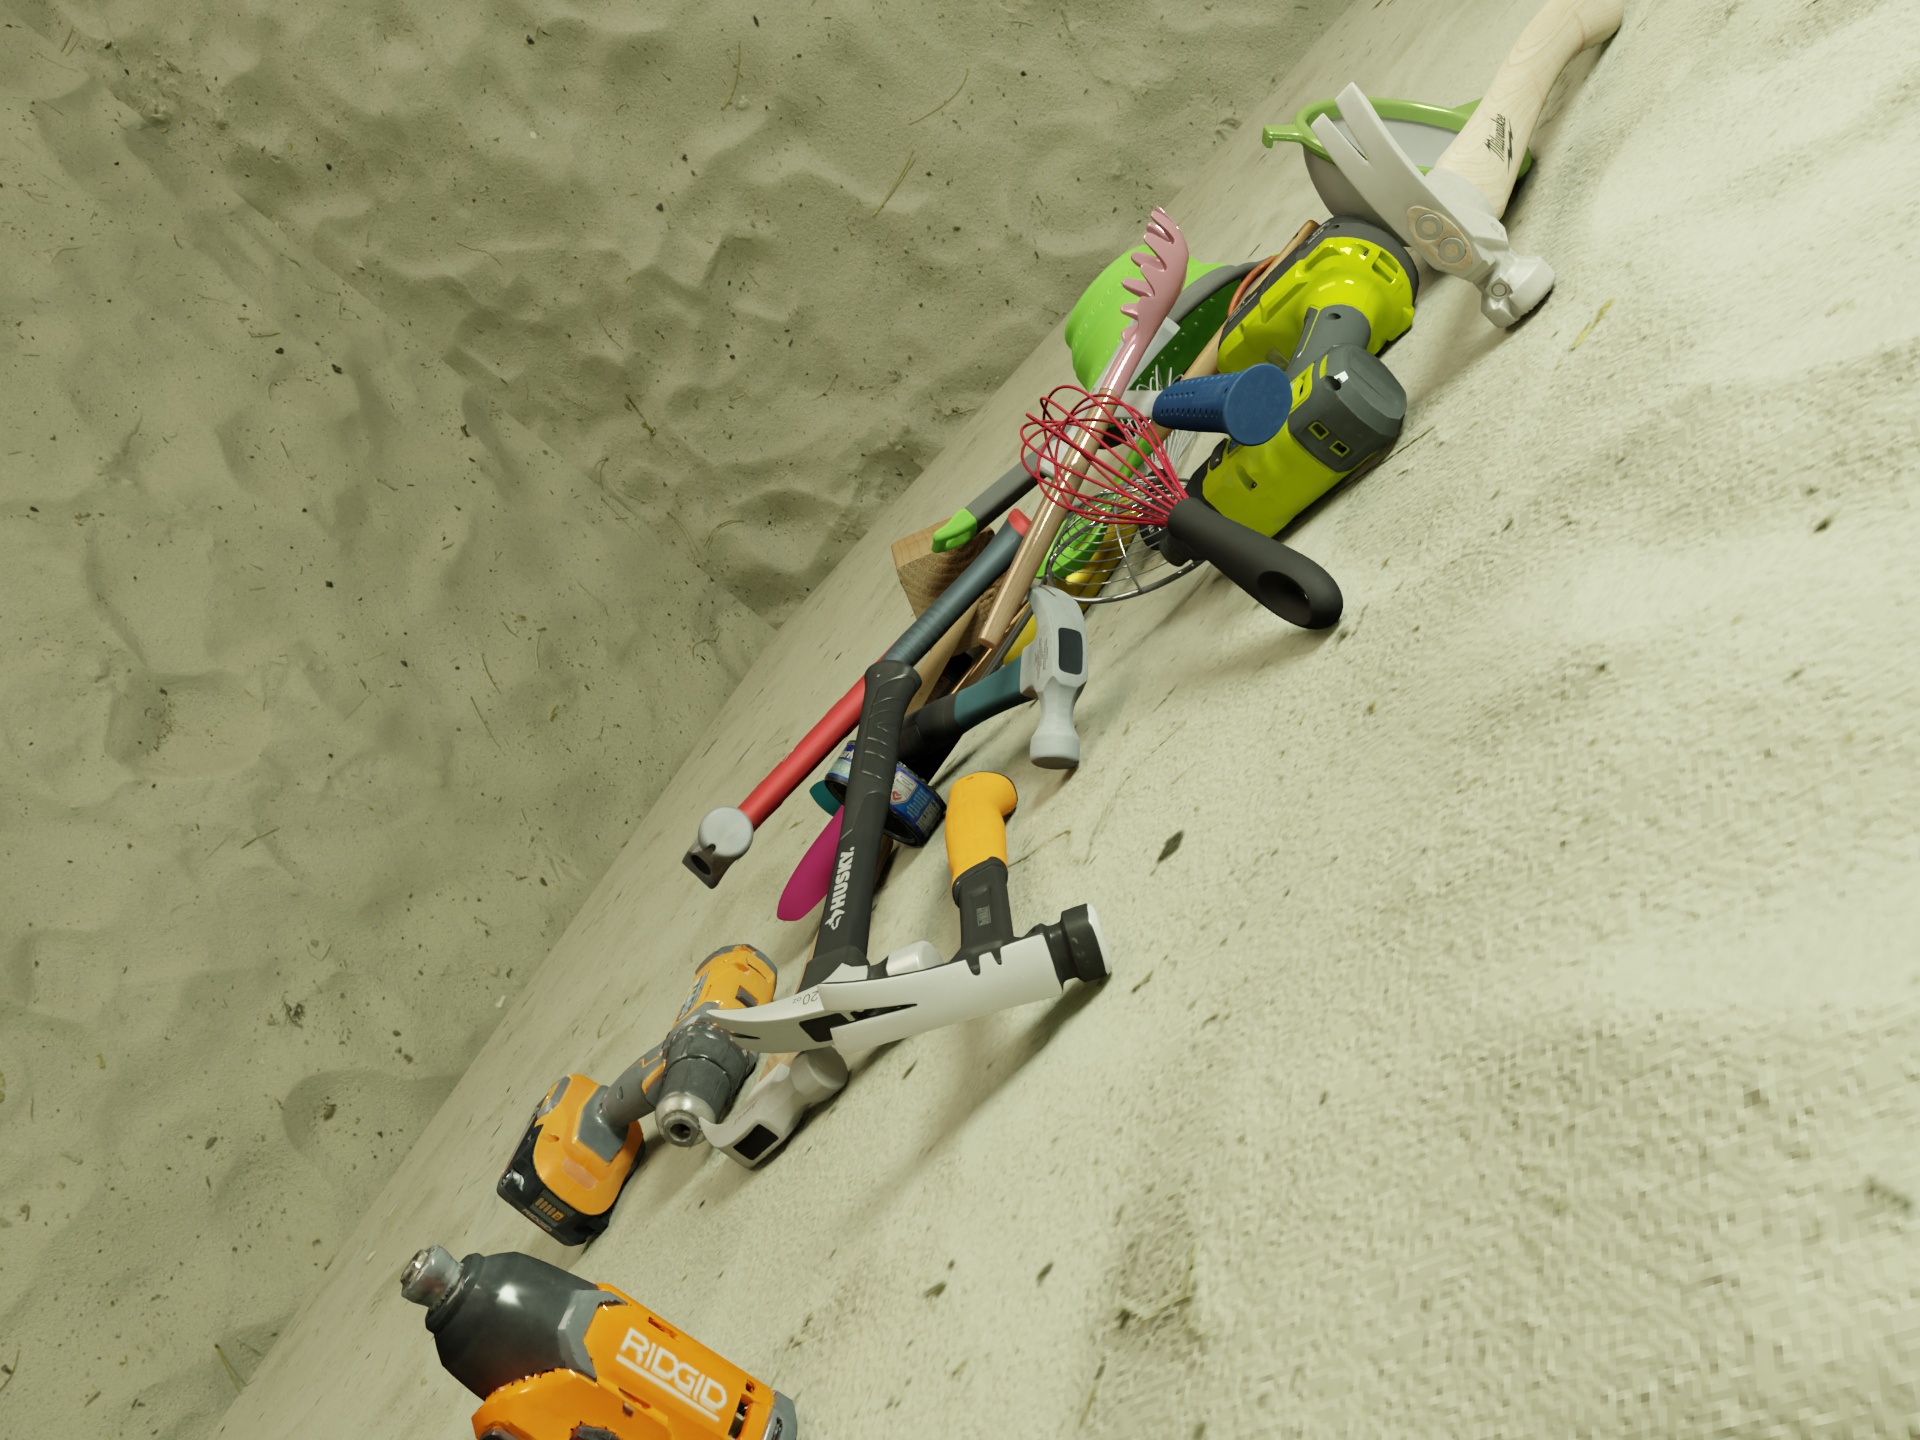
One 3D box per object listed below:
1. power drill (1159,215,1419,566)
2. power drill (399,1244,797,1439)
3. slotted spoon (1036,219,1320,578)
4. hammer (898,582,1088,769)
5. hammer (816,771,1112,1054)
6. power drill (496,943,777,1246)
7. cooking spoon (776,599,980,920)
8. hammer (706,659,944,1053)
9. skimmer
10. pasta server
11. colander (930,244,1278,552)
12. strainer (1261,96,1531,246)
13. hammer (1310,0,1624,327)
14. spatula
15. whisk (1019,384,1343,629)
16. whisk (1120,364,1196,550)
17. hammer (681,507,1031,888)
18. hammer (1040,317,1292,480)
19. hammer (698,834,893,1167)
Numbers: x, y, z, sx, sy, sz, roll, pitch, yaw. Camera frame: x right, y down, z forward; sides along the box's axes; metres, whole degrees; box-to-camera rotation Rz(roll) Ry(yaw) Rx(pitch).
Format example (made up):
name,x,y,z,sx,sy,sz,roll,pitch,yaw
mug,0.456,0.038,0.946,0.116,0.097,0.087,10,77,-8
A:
name,x,y,z,sx,sy,sz,roll,pitch,yaw
power drill,0.198,-0.196,0.965,0.171,0.080,0.223,-40,18,43
power drill,-0.159,0.297,0.544,0.084,0.164,0.227,-43,15,34
slotted spoon,0.149,-0.215,1.115,0.313,0.031,0.070,-52,18,26
hammer,-0.002,-0.003,1.086,0.331,0.033,0.128,153,125,-62
hammer,0.003,0.082,0.840,0.127,0.034,0.337,-17,11,3
power drill,-0.226,0.276,1.119,0.226,0.084,0.185,-42,14,19
cooking spoon,-0.060,0.024,1.264,0.069,0.017,0.319,-6,48,52
hammer,-0.066,0.069,0.996,0.146,0.035,0.335,-24,32,21
skimmer,0.058,-0.036,1.123,0.363,0.090,0.127,-55,7,41
pasta server,0.076,-0.186,1.001,0.316,0.040,0.060,-64,2,-15
colander,0.099,-0.289,1.349,0.397,0.094,0.204,-41,-11,-17
strainer,0.315,-0.369,1.063,0.256,0.152,0.069,-35,-37,-43
hammer,0.323,-0.377,0.936,0.038,0.146,0.411,-40,11,48
spatula,0.002,-0.038,1.315,0.317,0.044,0.082,-50,28,-3
whisk,0.110,-0.116,0.852,0.073,0.073,0.296,-50,37,5
whisk,0.154,-0.198,1.216,0.070,0.070,0.285,-45,18,29
hammer,-0.068,-0.023,1.223,0.386,0.038,0.143,-47,0,-22
hammer,0.130,-0.204,1.002,0.144,0.035,0.406,-58,12,6
hammer,-0.092,0.167,1.050,0.130,0.031,0.331,-45,12,25
